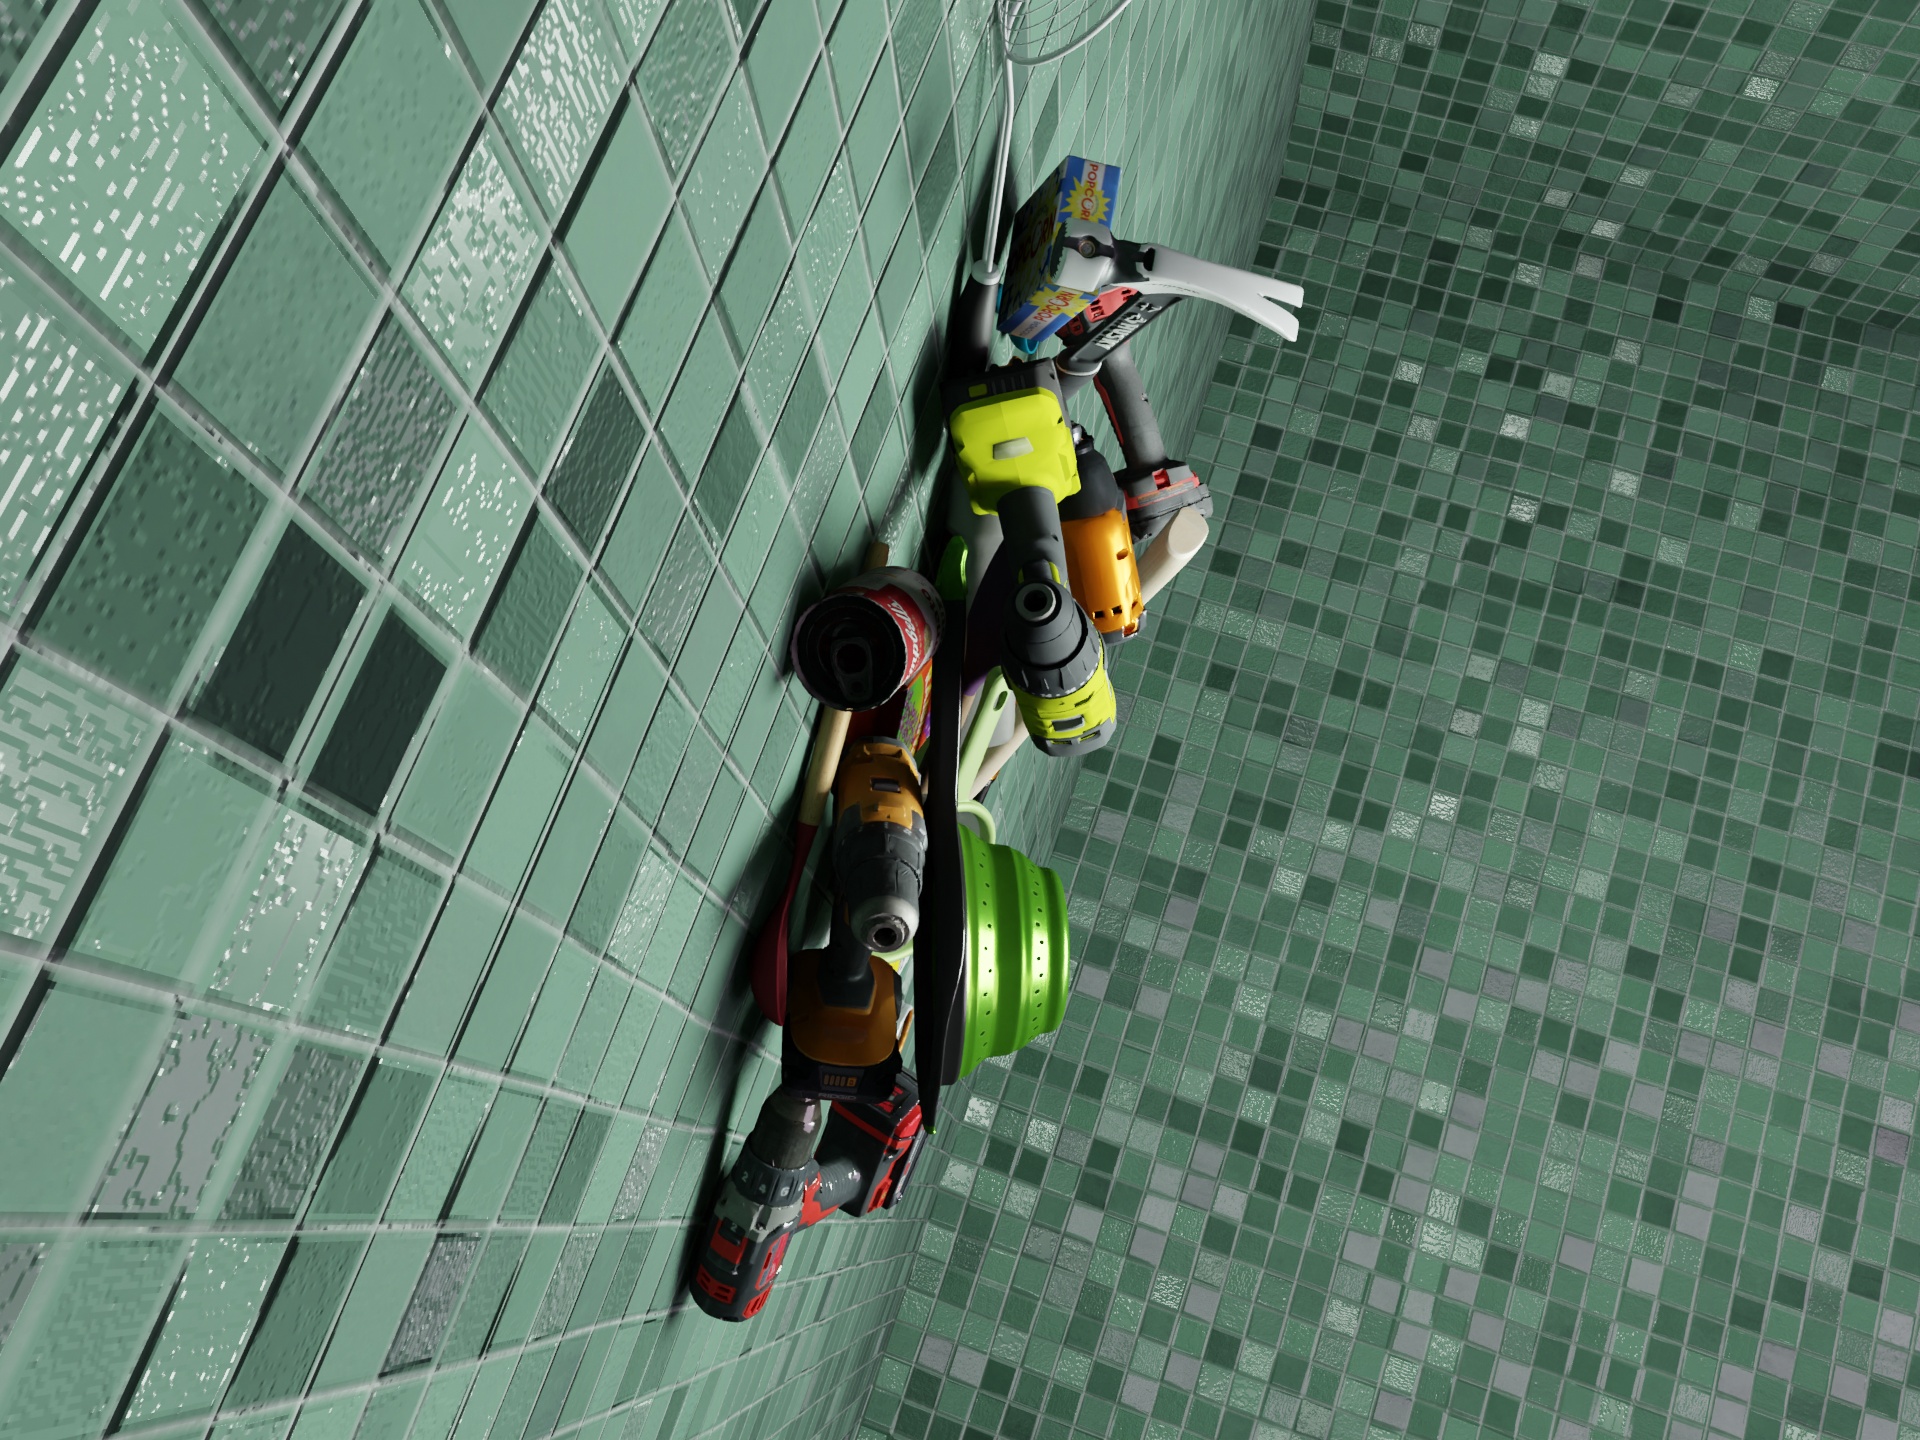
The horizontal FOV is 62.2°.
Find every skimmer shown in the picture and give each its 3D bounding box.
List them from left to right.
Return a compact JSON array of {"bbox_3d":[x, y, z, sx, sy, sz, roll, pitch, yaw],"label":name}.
[{"bbox_3d":[0.052,-0.323,0.962,0.363,0.090,0.127,101,-13,-46],"label":"skimmer"}]

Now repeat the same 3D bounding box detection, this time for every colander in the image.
[{"bbox_3d":[0.024,0.077,1.048,0.205,0.094,0.397,-107,-162,-72],"label":"colander"}]

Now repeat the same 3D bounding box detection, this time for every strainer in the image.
[{"bbox_3d":[-0.030,0.062,1.188,0.151,0.069,0.256,-5,124,-49],"label":"strainer"}]

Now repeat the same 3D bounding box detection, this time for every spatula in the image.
[{"bbox_3d":[-0.002,-0.004,1.196,0.018,0.060,0.315,-25,151,-42],"label":"spatula"}]

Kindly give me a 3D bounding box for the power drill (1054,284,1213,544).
[{"bbox_3d":[0.130,-0.265,1.332,0.143,0.078,0.219,-139,-150,-75],"label":"power drill"}]

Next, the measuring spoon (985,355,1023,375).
[{"bbox_3d":[0.024,-0.229,1.083,0.117,0.011,0.021,-173,-88,-74],"label":"measuring spoon"}]

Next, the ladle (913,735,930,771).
[{"bbox_3d":[0.005,-0.005,1.411,0.078,0.062,0.320,-36,-174,16],"label":"ladle"}]

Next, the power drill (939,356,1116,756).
[{"bbox_3d":[0.045,-0.108,0.996,0.190,0.080,0.229,63,16,-67],"label":"power drill"}]

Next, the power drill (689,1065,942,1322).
[{"bbox_3d":[-0.103,0.322,1.185,0.226,0.080,0.188,-18,132,-61],"label":"power drill"}]

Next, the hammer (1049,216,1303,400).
[{"bbox_3d":[0.089,-0.243,1.053,0.409,0.149,0.036,-178,-82,-79],"label":"hammer"}]

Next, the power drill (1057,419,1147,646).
[{"bbox_3d":[0.084,-0.165,1.230,0.227,0.084,0.164,-106,-177,-69],"label":"power drill"}]

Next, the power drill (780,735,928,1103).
[{"bbox_3d":[-0.066,0.148,1.043,0.186,0.084,0.226,-100,-160,-60],"label":"power drill"}]

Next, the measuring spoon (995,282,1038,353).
[{"bbox_3d":[0.032,-0.297,1.153,0.128,0.021,0.042,-1,99,-71],"label":"measuring spoon"}]

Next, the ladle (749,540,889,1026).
[{"bbox_3d":[-0.089,0.040,1.009,0.069,0.031,0.315,-114,-142,-83],"label":"ladle"}]

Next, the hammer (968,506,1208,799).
[{"bbox_3d":[0.080,-0.035,1.382,0.410,0.038,0.146,-50,-174,35],"label":"hammer"}]

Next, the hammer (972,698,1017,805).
[{"bbox_3d":[0.037,0.037,1.758,0.127,0.034,0.337,89,20,-67],"label":"hammer"}]
